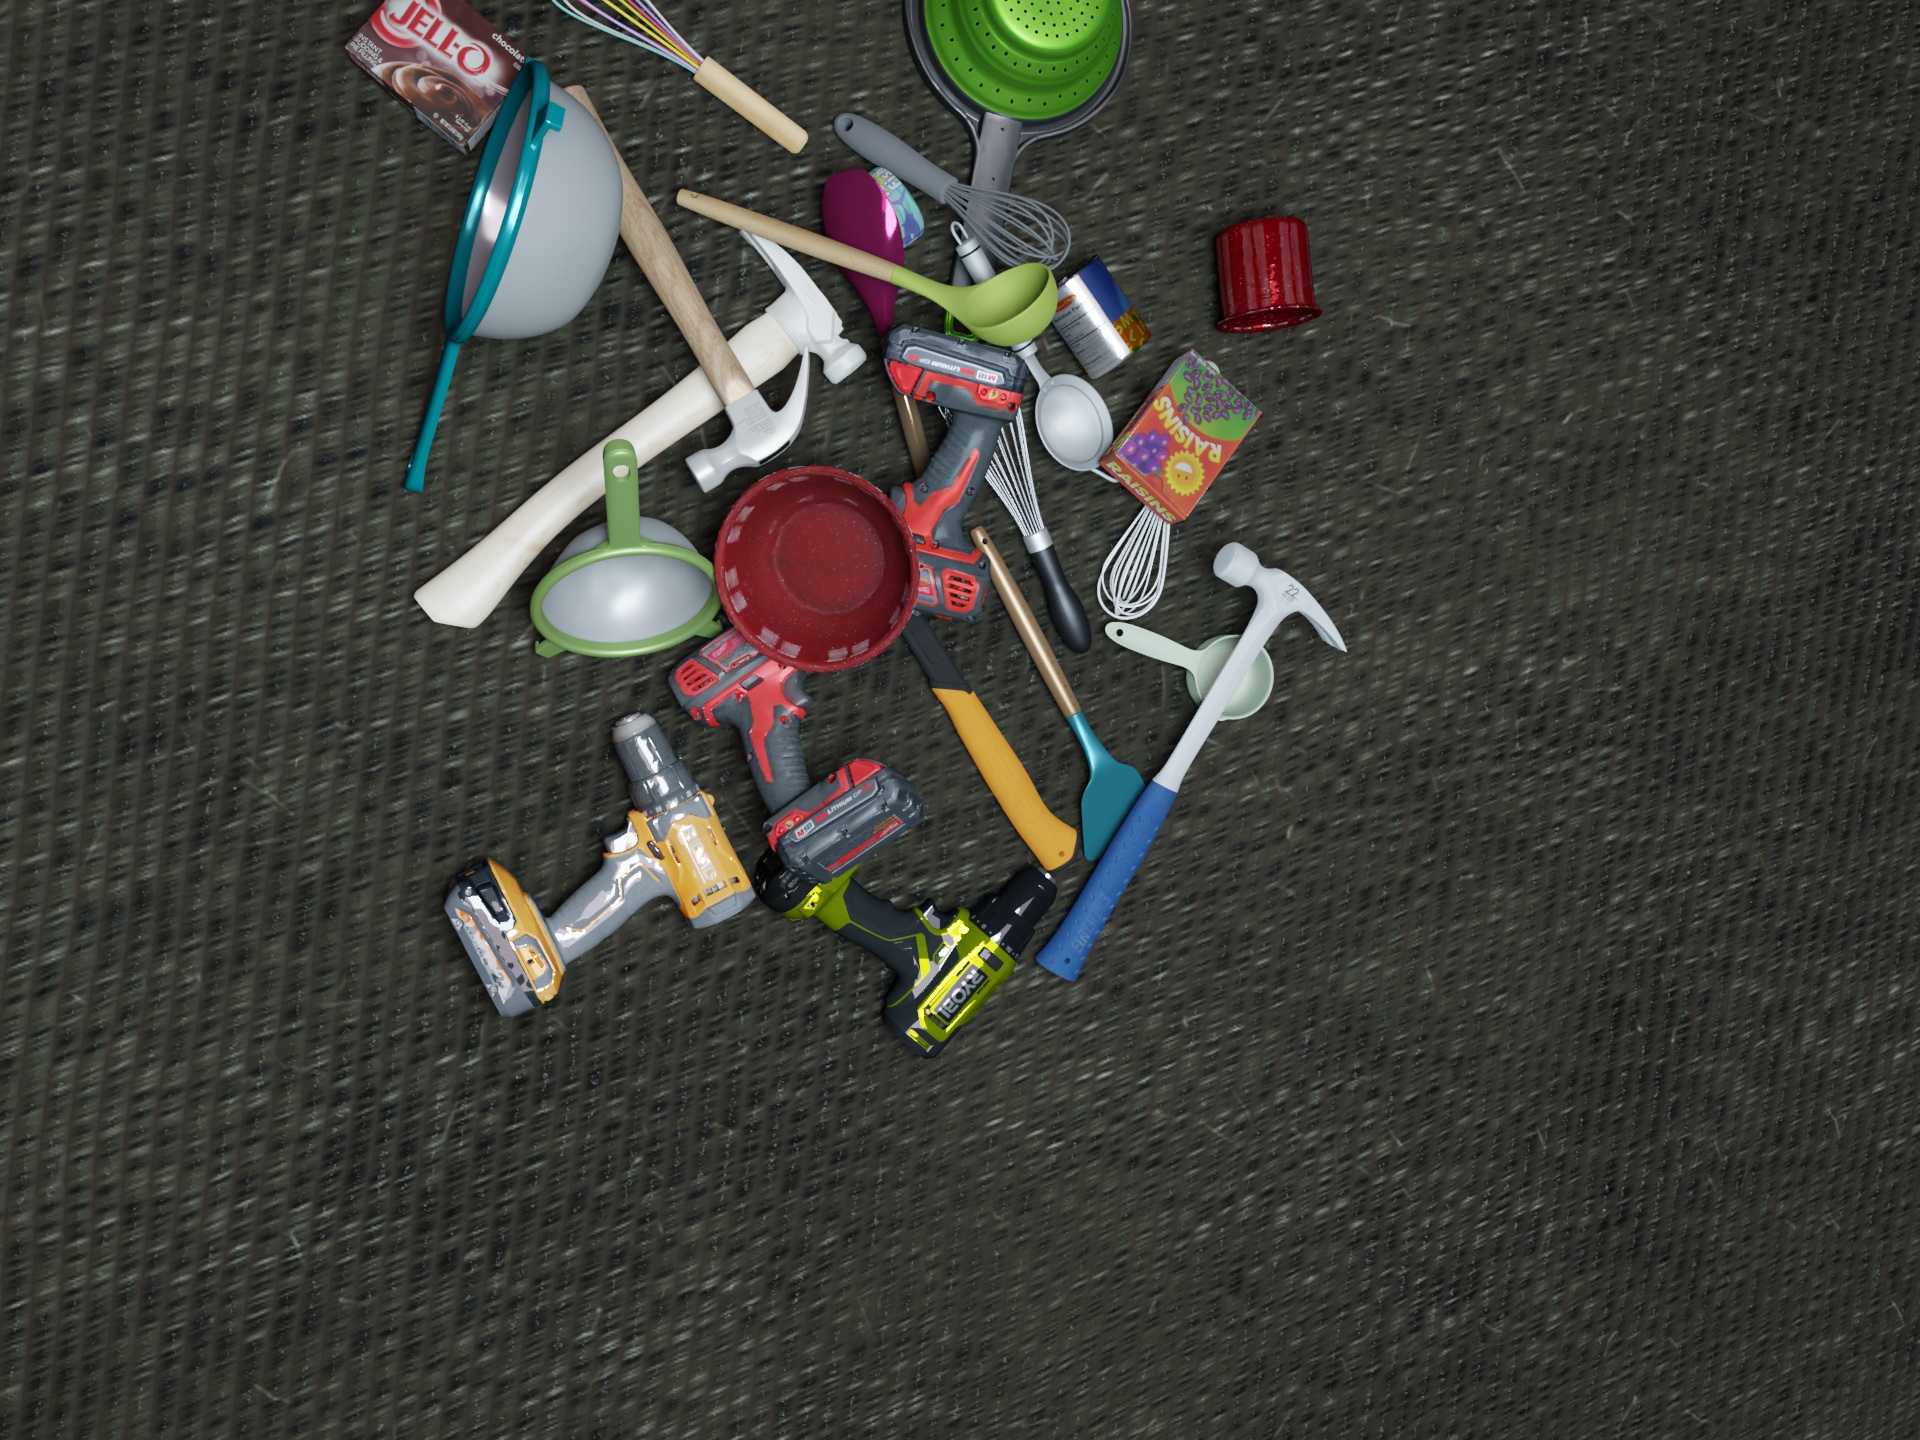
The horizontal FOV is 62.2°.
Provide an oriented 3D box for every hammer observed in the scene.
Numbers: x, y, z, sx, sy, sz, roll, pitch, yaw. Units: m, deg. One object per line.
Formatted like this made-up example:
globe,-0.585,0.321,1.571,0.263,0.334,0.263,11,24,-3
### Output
hammer,-0.229,-0.354,1.261,0.130,0.031,0.331,-30,91,-6
hammer,-0.276,-0.227,1.288,0.410,0.038,0.146,-41,102,-8
hammer,-0.002,-0.004,1.380,0.127,0.034,0.336,-35,102,-11
hammer,0.191,0.052,1.405,0.144,0.035,0.405,28,96,-22

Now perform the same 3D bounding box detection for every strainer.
strainer,0.059,-0.308,1.352,0.087,0.050,0.258,-47,115,-33
strainer,-0.334,-0.317,1.210,0.095,0.211,0.340,14,115,-28
strainer,-0.260,-0.144,1.218,0.151,0.256,0.069,-8,60,-14

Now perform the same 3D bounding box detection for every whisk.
whisk,0.180,-0.205,1.410,0.059,0.057,0.246,18,84,24
whisk,0.054,-0.185,1.373,0.070,0.070,0.284,-27,107,-11
whisk,-0.228,-0.535,1.272,0.244,0.047,0.051,33,85,-18
whisk,-0.009,-0.434,1.293,0.239,0.055,0.055,36,84,15

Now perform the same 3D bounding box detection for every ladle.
ladle,-0.076,-0.371,1.254,0.320,0.062,0.078,21,59,5

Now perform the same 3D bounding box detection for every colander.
colander,0.046,-0.515,1.319,0.204,0.094,0.397,10,92,-16

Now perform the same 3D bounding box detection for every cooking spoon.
cooking spoon,-0.053,-0.294,1.322,0.069,0.017,0.318,-5,112,28

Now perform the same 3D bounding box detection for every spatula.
spatula,0.083,-0.028,1.409,0.082,0.044,0.317,-29,97,-12

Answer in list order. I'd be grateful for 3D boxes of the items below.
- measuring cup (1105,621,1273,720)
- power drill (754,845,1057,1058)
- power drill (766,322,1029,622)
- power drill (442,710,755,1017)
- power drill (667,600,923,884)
measuring cup,0.200,-0.055,1.430,0.167,0.038,0.083,20,89,-14
power drill,-0.042,0.153,1.362,0.228,0.080,0.190,43,84,-17
power drill,-0.050,-0.202,1.283,0.188,0.080,0.226,13,103,-4
power drill,-0.302,0.114,1.288,0.226,0.084,0.185,-27,100,-16
power drill,-0.129,0.008,1.277,0.143,0.078,0.220,-34,69,2
